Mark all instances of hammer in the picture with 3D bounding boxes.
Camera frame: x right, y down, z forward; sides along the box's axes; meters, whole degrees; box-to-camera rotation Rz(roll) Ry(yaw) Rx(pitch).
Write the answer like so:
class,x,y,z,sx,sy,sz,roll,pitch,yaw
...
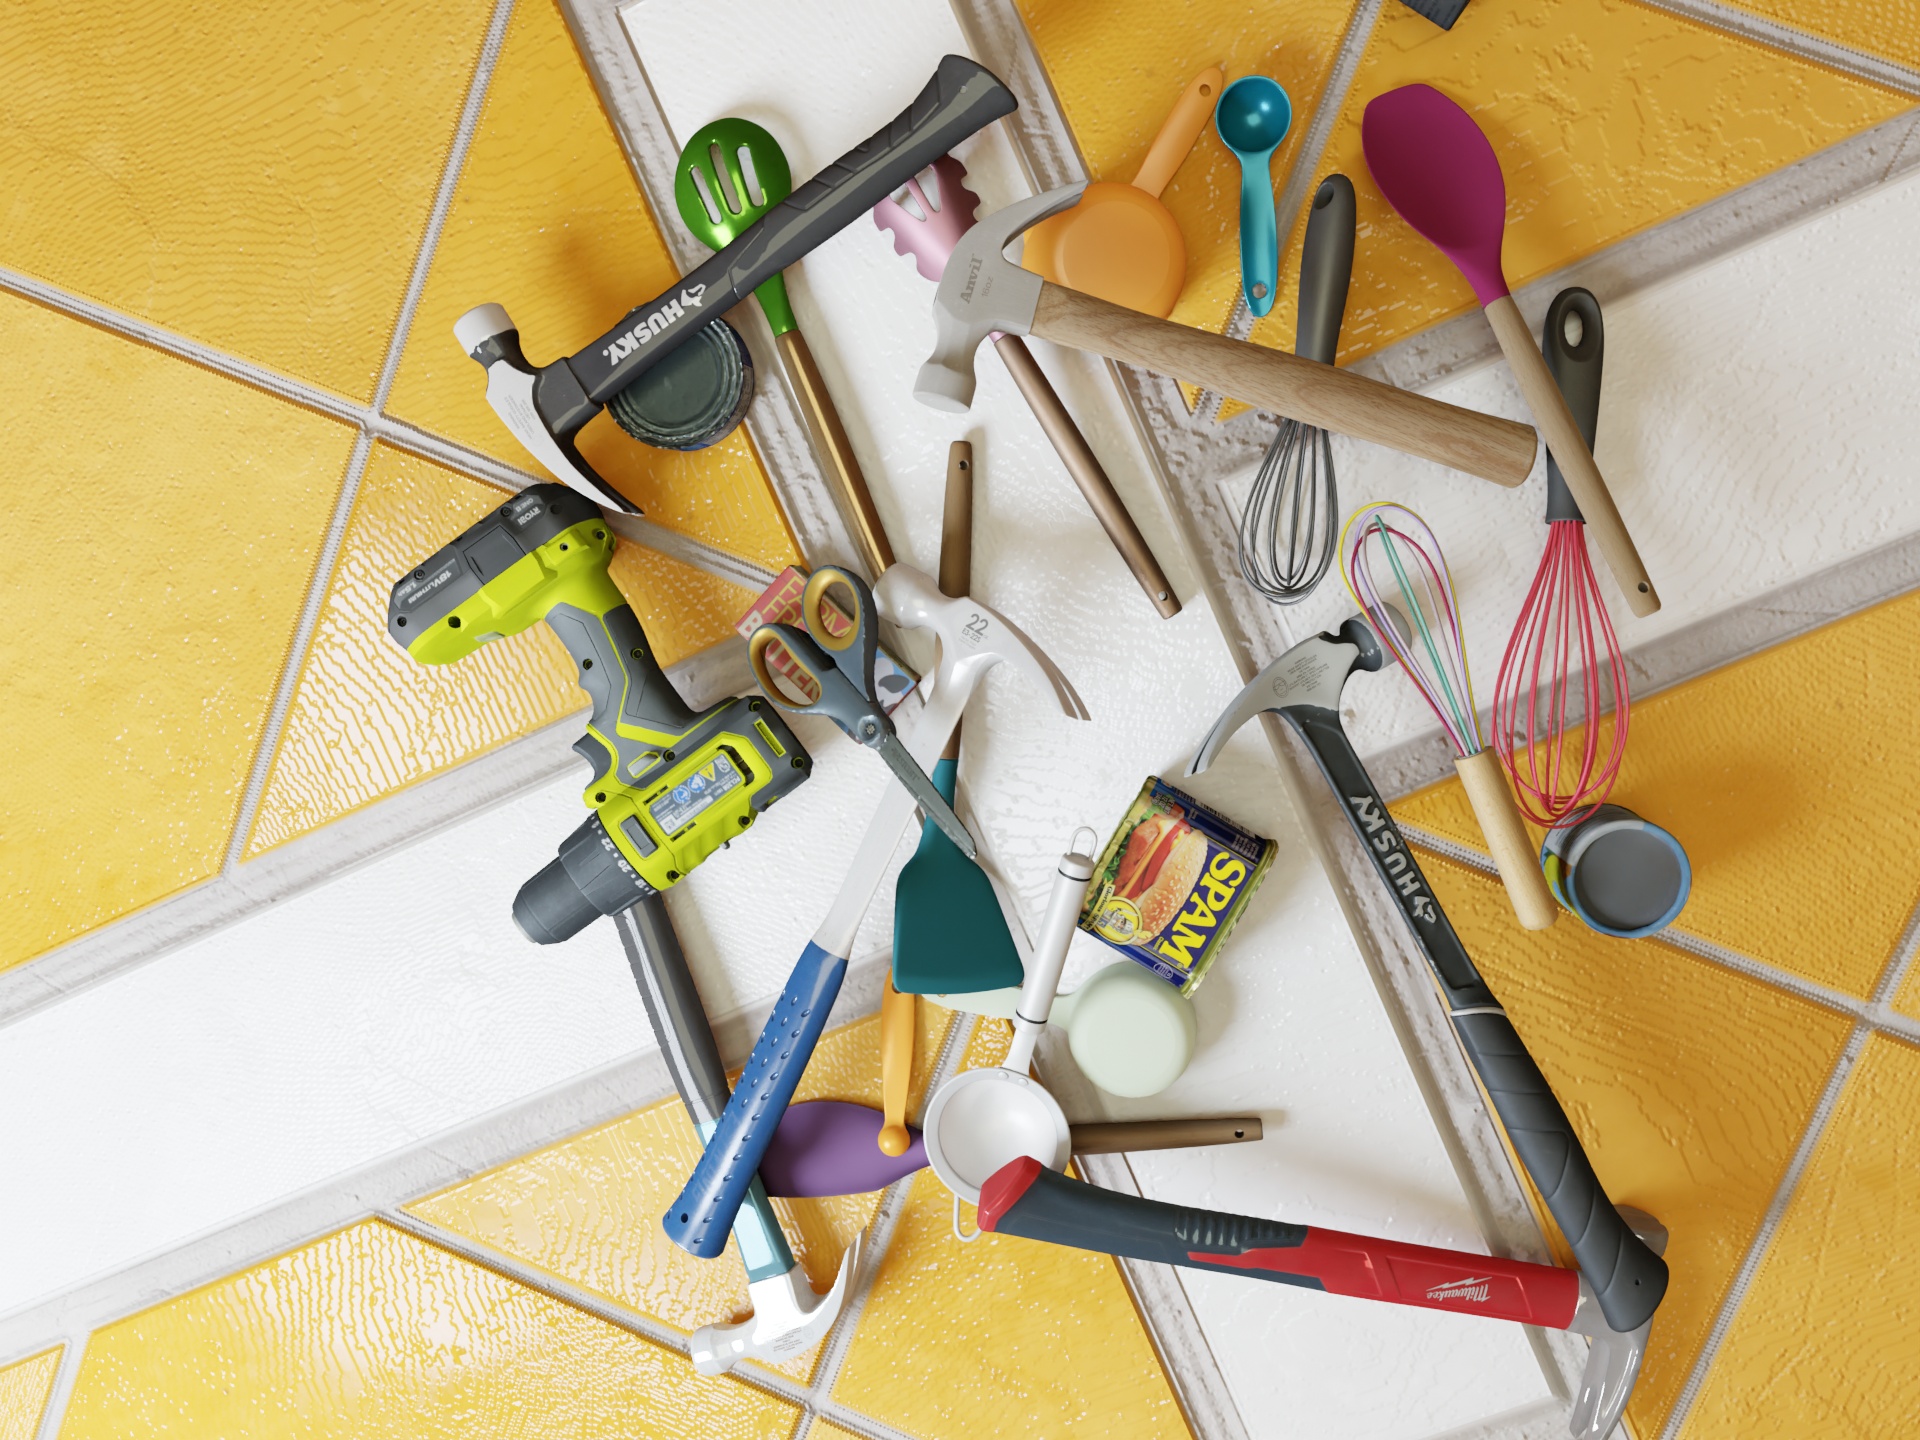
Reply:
class,x,y,z,sx,sy,sz,roll,pitch,yaw
hammer,-0.065,0.122,0.895,0.144,0.035,0.405,29,98,28
hammer,0.198,0.319,0.902,0.386,0.038,0.143,10,98,-3
hammer,-0.113,-0.250,0.879,0.335,0.035,0.146,-33,88,10
hammer,0.269,0.145,0.867,0.149,0.036,0.409,-28,88,-15
hammer,-0.155,0.228,0.964,0.128,0.033,0.331,-20,90,16
hammer,0.148,-0.187,0.837,0.331,0.031,0.130,15,87,-8

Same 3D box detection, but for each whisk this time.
class,x,y,z,sx,sy,sz,roll,pitch,yaw
whisk,0.192,-0.183,0.881,0.055,0.055,0.239,8,92,7
whisk,0.329,-0.089,0.866,0.073,0.073,0.296,2,90,7
whisk,0.263,-0.002,0.852,0.047,0.051,0.245,-23,92,0

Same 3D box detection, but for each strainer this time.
class,x,y,z,sx,sy,sz,roll,pitch,yaw
strainer,0.039,0.177,0.905,0.087,0.050,0.258,18,108,9

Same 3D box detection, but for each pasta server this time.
class,x,y,z,sx,sy,sz,roll,pitch,yaw
pasta server,0.040,-0.195,0.909,0.060,0.040,0.316,-31,95,9

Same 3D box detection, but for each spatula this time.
class,x,y,z,sx,sy,sz,roll,pitch,yaw
spatula,-0.001,-0.003,0.922,0.082,0.044,0.317,1,94,-22
spatula,0.022,0.253,0.958,0.316,0.018,0.060,-5,92,9

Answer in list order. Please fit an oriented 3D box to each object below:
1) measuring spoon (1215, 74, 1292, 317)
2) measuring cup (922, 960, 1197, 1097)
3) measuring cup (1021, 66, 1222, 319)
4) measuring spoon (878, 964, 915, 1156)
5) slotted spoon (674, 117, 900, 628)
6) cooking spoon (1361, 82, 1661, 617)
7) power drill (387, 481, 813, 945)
class,x,y,z,sx,sy,sz,roll,pitch,yaw
measuring spoon,0.164,-0.291,0.889,0.042,0.021,0.128,-4,104,2
measuring cup,0.056,0.175,0.934,0.167,0.038,0.083,10,97,4
measuring cup,0.101,-0.286,0.870,0.095,0.052,0.173,30,94,-9
measuring spoon,-0.039,0.204,0.956,0.021,0.011,0.117,1,87,10
slotted spoon,-0.089,-0.201,0.923,0.070,0.031,0.314,-21,94,9
cooking spoon,0.297,-0.200,0.849,0.069,0.017,0.319,-21,80,-6
power drill,-0.223,-0.002,0.919,0.190,0.080,0.228,-37,88,-3
